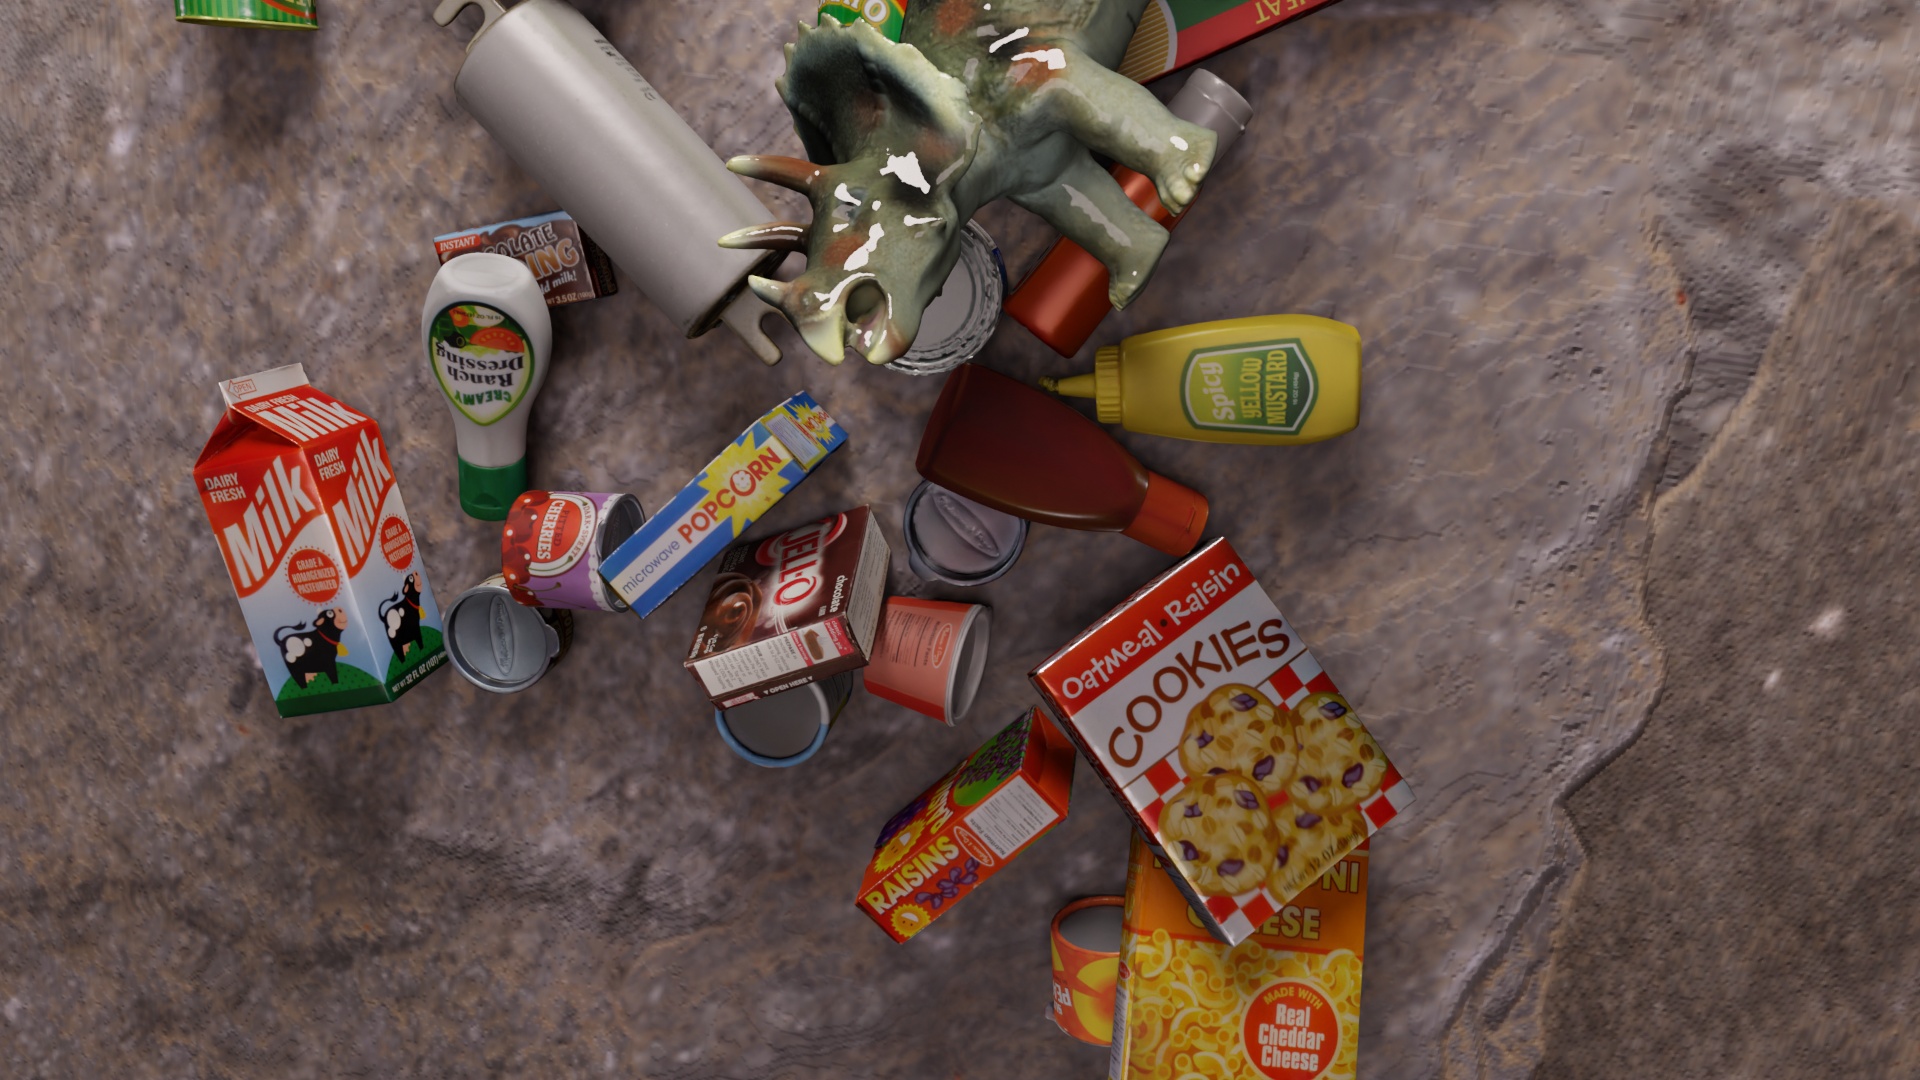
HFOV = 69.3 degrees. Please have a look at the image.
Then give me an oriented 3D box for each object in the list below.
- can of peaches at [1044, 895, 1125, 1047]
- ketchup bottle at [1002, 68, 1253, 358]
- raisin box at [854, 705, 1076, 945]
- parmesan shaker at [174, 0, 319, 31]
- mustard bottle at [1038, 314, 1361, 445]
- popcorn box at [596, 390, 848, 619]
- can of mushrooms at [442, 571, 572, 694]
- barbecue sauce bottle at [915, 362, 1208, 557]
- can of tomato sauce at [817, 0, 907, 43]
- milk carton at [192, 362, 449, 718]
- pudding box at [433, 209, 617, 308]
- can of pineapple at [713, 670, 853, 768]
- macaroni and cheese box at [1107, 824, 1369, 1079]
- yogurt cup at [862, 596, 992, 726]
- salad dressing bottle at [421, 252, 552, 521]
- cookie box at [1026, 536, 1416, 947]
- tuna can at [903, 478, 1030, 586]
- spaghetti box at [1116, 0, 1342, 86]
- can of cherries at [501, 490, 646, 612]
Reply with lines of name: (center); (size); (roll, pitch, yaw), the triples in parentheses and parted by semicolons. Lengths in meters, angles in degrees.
can of peaches: (0.082, 0.243, 0.788); (0.071, 0.071, 0.058); (0, 106, 9)
ketchup bottle: (0.082, -0.159, 0.679); (0.043, 0.065, 0.148); (40, 99, 7)
raisin box: (0.004, 0.156, 0.766); (0.123, 0.086, 0.040); (-41, 98, 17)
parmesan shaker: (-0.365, -0.313, 0.699); (0.071, 0.071, 0.102); (5, 107, 8)
mustard bottle: (0.119, -0.079, 0.701); (0.160, 0.049, 0.065); (-2, 104, 9)
popcorn box: (-0.125, -0.020, 0.737); (0.126, 0.085, 0.038); (-39, 96, 17)
can of mushrooms: (-0.260, 0.053, 0.806); (0.071, 0.033, 0.070); (2, 105, 9)
barbecue sauce bottle: (0.055, -0.035, 0.709); (0.148, 0.043, 0.065); (23, 83, -15)
can of tomato sauce: (-0.038, -0.238, 0.670); (0.071, 0.071, 0.082); (6, 107, 7)
milk carton: (-0.364, -0.003, 0.786); (0.073, 0.072, 0.190); (-9, 104, 12)
pudding box: (-0.233, -0.148, 0.747); (0.084, 0.030, 0.049); (-8, 104, 11)
can of pineapple: (-0.100, 0.087, 0.778); (0.071, 0.058, 0.070); (2, 106, 8)
macaroni and cheese box: (0.148, 0.212, 0.739); (0.124, 0.040, 0.166); (8, 79, -5)
yogurt cup: (-0.019, 0.062, 0.756); (0.054, 0.072, 0.072); (12, 108, 14)
salad dressing bottle: (-0.251, -0.078, 0.743); (0.064, 0.044, 0.146); (6, 127, -8)
cookie box: (0.132, 0.100, 0.715); (0.123, 0.040, 0.167); (-35, 86, -10)
tuna can: (0.003, -0.009, 0.747); (0.071, 0.033, 0.071); (2, 106, 8)
spaghetti box: (0.164, -0.274, 0.649); (0.250, 0.029, 0.050); (-20, 101, 14)
can of cherries: (-0.212, 0.004, 0.766); (0.058, 0.072, 0.071); (3, 106, 9)
